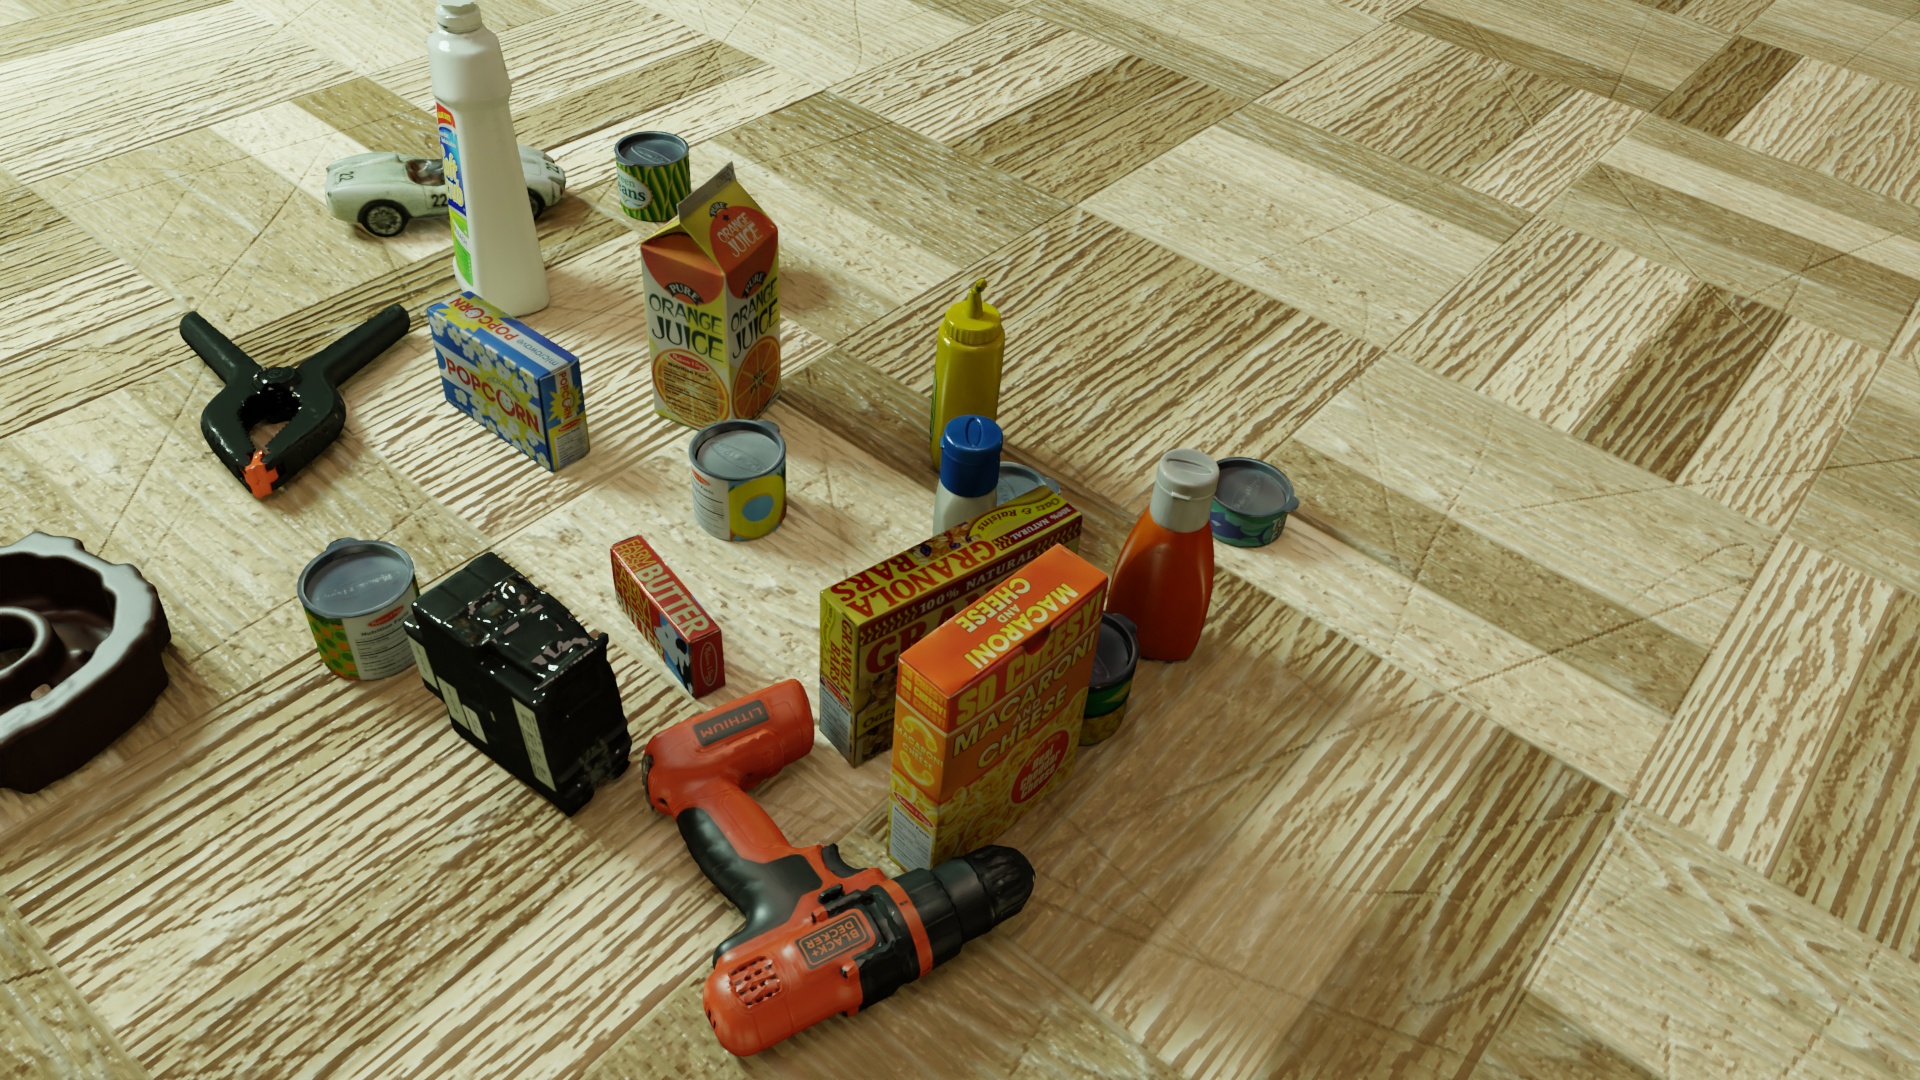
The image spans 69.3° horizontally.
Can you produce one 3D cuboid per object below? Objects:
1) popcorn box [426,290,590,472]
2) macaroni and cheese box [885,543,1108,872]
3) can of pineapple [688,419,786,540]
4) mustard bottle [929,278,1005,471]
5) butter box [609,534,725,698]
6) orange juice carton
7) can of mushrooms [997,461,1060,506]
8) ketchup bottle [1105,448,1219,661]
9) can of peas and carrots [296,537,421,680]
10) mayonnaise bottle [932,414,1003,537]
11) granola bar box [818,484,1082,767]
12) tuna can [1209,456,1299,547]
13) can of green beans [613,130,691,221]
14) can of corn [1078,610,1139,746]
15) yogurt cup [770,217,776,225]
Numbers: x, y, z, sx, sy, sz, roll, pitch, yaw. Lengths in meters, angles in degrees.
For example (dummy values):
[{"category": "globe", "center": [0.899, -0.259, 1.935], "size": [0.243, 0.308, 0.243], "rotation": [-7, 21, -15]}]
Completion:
[{"category": "popcorn box", "center": [-0.326, -0.116, 1.006], "size": [0.127, 0.084, 0.038], "rotation": [31, 48, 25]}, {"category": "macaroni and cheese box", "center": [0.019, 0.098, 0.752], "size": [0.040, 0.165, 0.124], "rotation": [35, 50, 28]}, {"category": "can of pineapple", "center": [-0.152, -0.043, 0.965], "size": [0.071, 0.057, 0.071], "rotation": [3, 43, -3]}, {"category": "mustard bottle", "center": [0.005, -0.121, 0.993], "size": [0.049, 0.159, 0.066], "rotation": [5, 43, -1]}, {"category": "butter box", "center": [-0.184, 0.047, 0.869], "size": [0.024, 0.052, 0.104], "rotation": [-25, 51, -29]}, {"category": "orange juice carton", "center": [-0.179, -0.174, 1.005], "size": [0.073, 0.191, 0.072], "rotation": [21, 45, 16]}, {"category": "can of mushrooms", "center": [0.035, -0.022, 0.982], "size": [0.071, 0.033, 0.071], "rotation": [3, 43, -3]}, {"category": "ketchup bottle", "center": [0.131, 0.010, 0.872], "size": [0.065, 0.148, 0.044], "rotation": [15, 43, 10]}, {"category": "can of peas and carrots", "center": [-0.365, 0.041, 0.851], "size": [0.071, 0.058, 0.071], "rotation": [3, 43, -3]}, {"category": "mayonnaise bottle", "center": [0.003, -0.011, 0.882], "size": [0.041, 0.147, 0.065], "rotation": [4, 43, -2]}, {"category": "granola bar box", "center": [-0.006, 0.050, 0.832], "size": [0.166, 0.123, 0.039], "rotation": [-26, 51, -30]}, {"category": "tuna can", "center": [0.208, -0.027, 1.006], "size": [0.071, 0.032, 0.071], "rotation": [3, 43, -3]}, {"category": "can of green beans", "center": [-0.279, -0.331, 1.265], "size": [0.071, 0.057, 0.071], "rotation": [3, 43, -3]}, {"category": "can of corn", "center": [0.074, 0.082, 0.855], "size": [0.071, 0.058, 0.071], "rotation": [3, 43, -3]}, {"category": "yogurt cup", "center": [-0.189, -0.242, 1.181], "size": [0.072, 0.053, 0.073], "rotation": [3, 43, -3]}]
